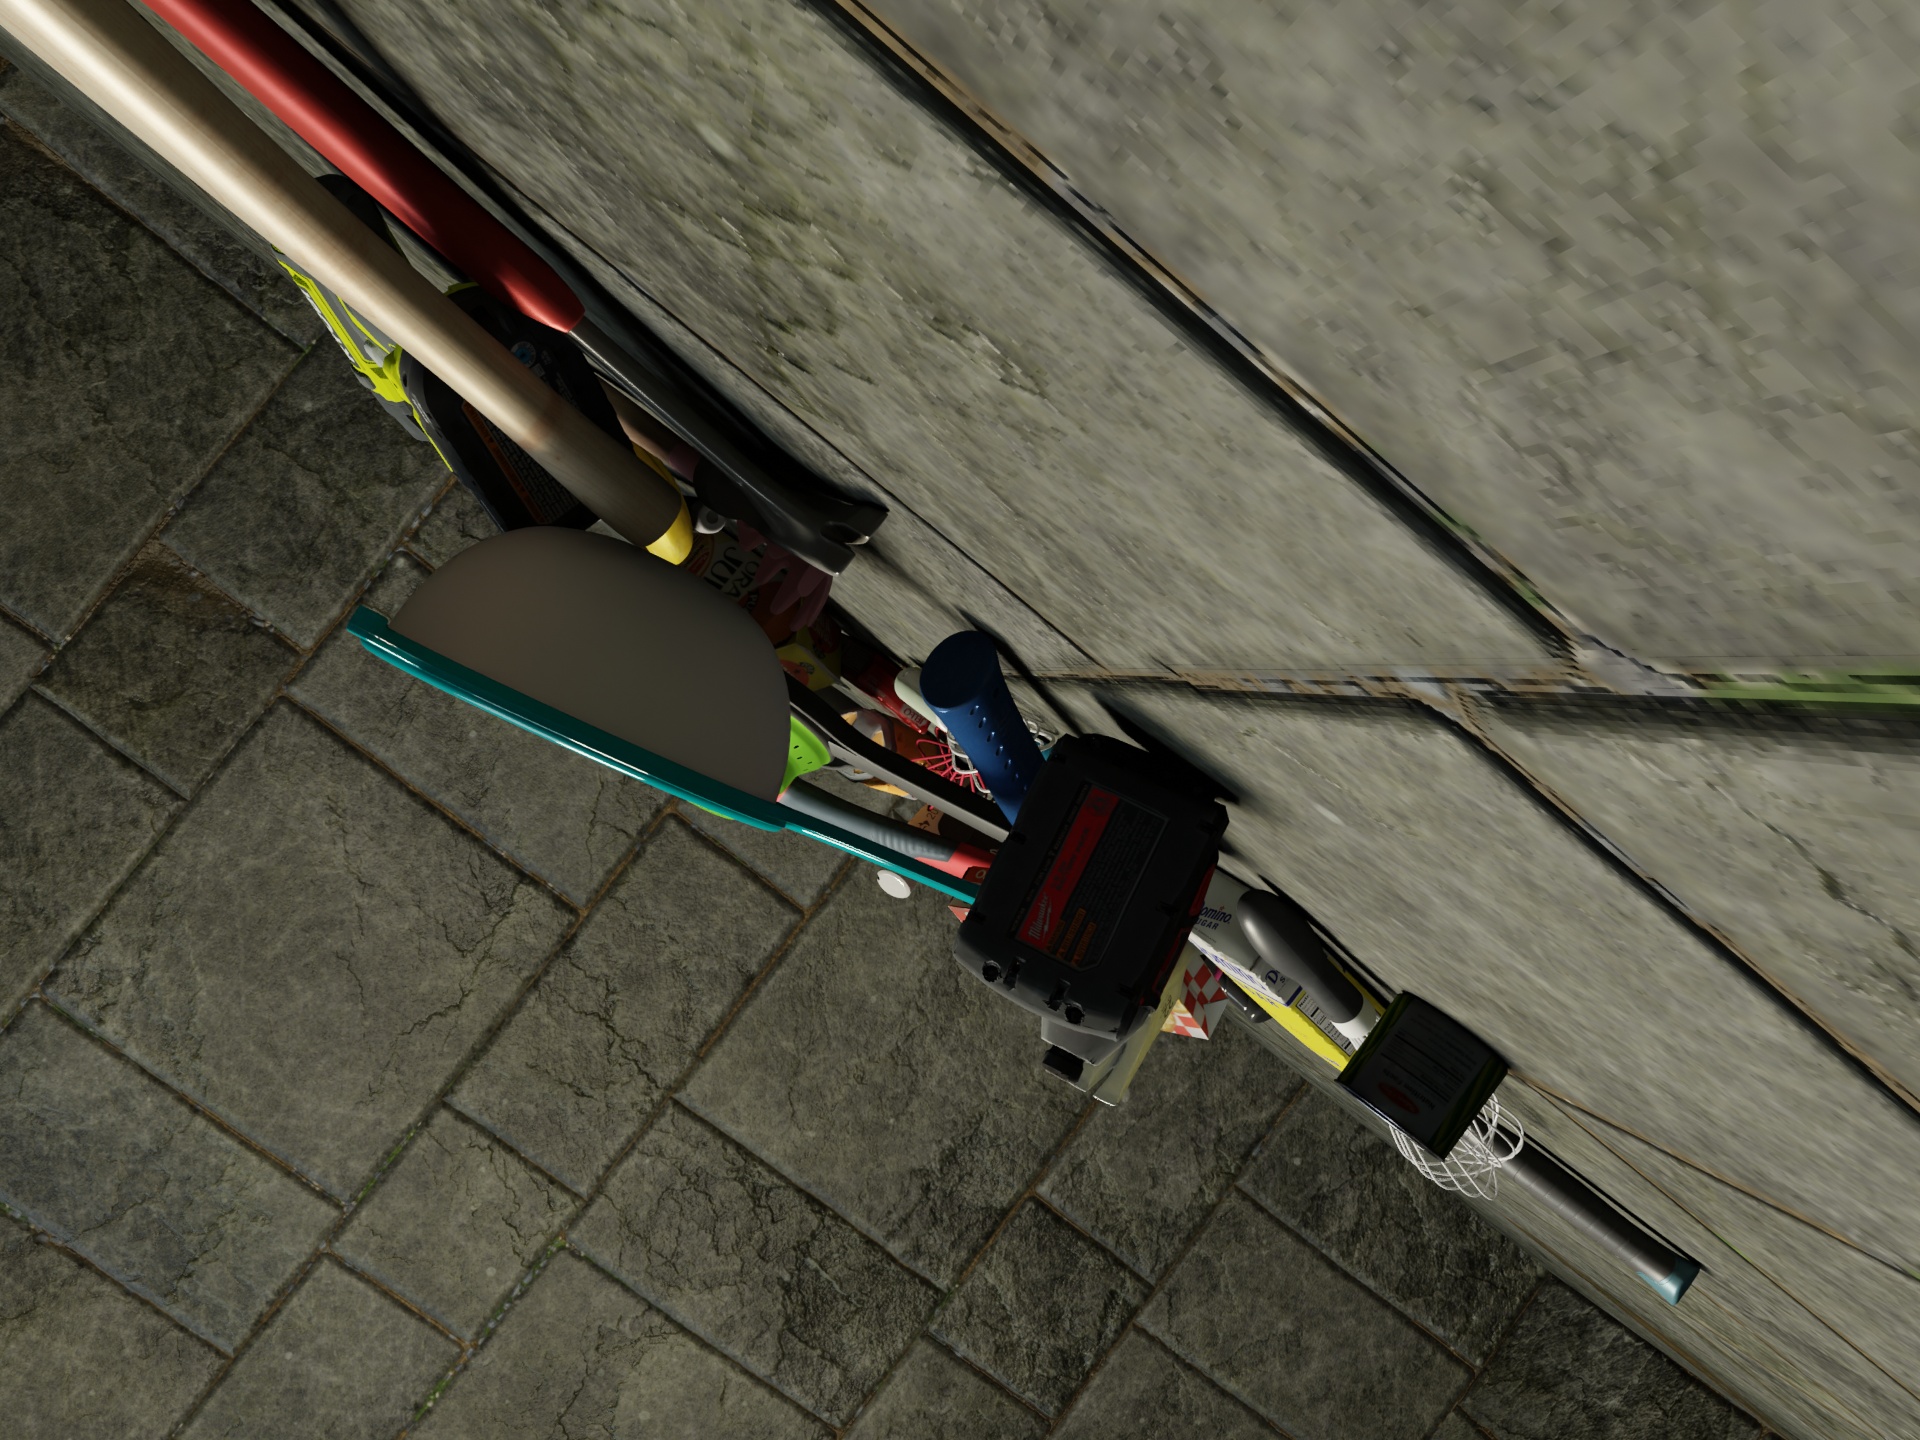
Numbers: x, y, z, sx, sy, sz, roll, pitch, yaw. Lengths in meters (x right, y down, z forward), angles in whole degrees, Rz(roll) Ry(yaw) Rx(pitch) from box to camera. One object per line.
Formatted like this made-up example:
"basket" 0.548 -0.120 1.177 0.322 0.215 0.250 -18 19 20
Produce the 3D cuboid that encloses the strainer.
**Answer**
"strainer" -0.102 -0.006 0.752 0.340 0.095 0.211 24 176 -8

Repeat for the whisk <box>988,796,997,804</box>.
"whisk" 0.120 0.116 1.192 0.239 0.055 0.055 32 174 21

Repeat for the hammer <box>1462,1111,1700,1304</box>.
"hammer" 0.339 0.269 1.055 0.331 0.033 0.128 37 175 13

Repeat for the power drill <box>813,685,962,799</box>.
"power drill" -0.102 -0.008 1.375 0.226 0.084 0.185 36 -174 27

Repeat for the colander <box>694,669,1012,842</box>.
"colander" -0.111 0.042 1.123 0.397 0.094 0.204 27 165 12

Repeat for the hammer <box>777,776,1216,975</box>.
"hammer" 0.012 0.120 1.218 0.386 0.038 0.143 17 147 29

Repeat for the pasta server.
"pasta server" -0.167 -0.145 0.822 0.316 0.040 0.060 37 156 30

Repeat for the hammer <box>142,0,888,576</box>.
"hammer" -0.179 -0.178 0.576 0.358 0.037 0.149 40 175 -31

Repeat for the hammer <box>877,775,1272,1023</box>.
"hammer" 0.111 0.148 1.281 0.335 0.146 0.035 25 141 16

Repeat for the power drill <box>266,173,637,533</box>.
"power drill" -0.264 -0.178 0.829 0.223 0.080 0.171 36 159 42

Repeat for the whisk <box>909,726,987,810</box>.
"whisk" 0.002 0.027 1.150 0.073 0.073 0.296 38 170 0

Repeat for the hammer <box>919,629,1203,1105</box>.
"hammer" 0.061 0.085 0.863 0.035 0.144 0.405 20 159 31

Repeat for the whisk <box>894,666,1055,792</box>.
"whisk" -0.002 -0.003 0.958 0.246 0.058 0.059 -145 39 -70

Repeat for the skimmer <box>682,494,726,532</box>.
"skimmer" -0.250 -0.184 1.150 0.127 0.090 0.363 36 168 -36

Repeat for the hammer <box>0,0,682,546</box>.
"hammer" -0.213 -0.162 0.538 0.146 0.038 0.410 37 177 25

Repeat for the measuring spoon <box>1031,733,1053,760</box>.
"measuring spoon" 0.081 0.051 0.945 0.128 0.021 0.042 38 176 -3

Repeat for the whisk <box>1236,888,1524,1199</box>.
"whisk" 0.231 0.179 0.872 0.284 0.070 0.070 46 172 -30

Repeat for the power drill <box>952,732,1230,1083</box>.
"power drill" 0.067 0.096 0.736 0.078 0.143 0.219 25 170 16

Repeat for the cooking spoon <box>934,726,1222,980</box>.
"cooking spoon" 0.087 0.097 1.259 0.017 0.068 0.319 -20 -130 -41
